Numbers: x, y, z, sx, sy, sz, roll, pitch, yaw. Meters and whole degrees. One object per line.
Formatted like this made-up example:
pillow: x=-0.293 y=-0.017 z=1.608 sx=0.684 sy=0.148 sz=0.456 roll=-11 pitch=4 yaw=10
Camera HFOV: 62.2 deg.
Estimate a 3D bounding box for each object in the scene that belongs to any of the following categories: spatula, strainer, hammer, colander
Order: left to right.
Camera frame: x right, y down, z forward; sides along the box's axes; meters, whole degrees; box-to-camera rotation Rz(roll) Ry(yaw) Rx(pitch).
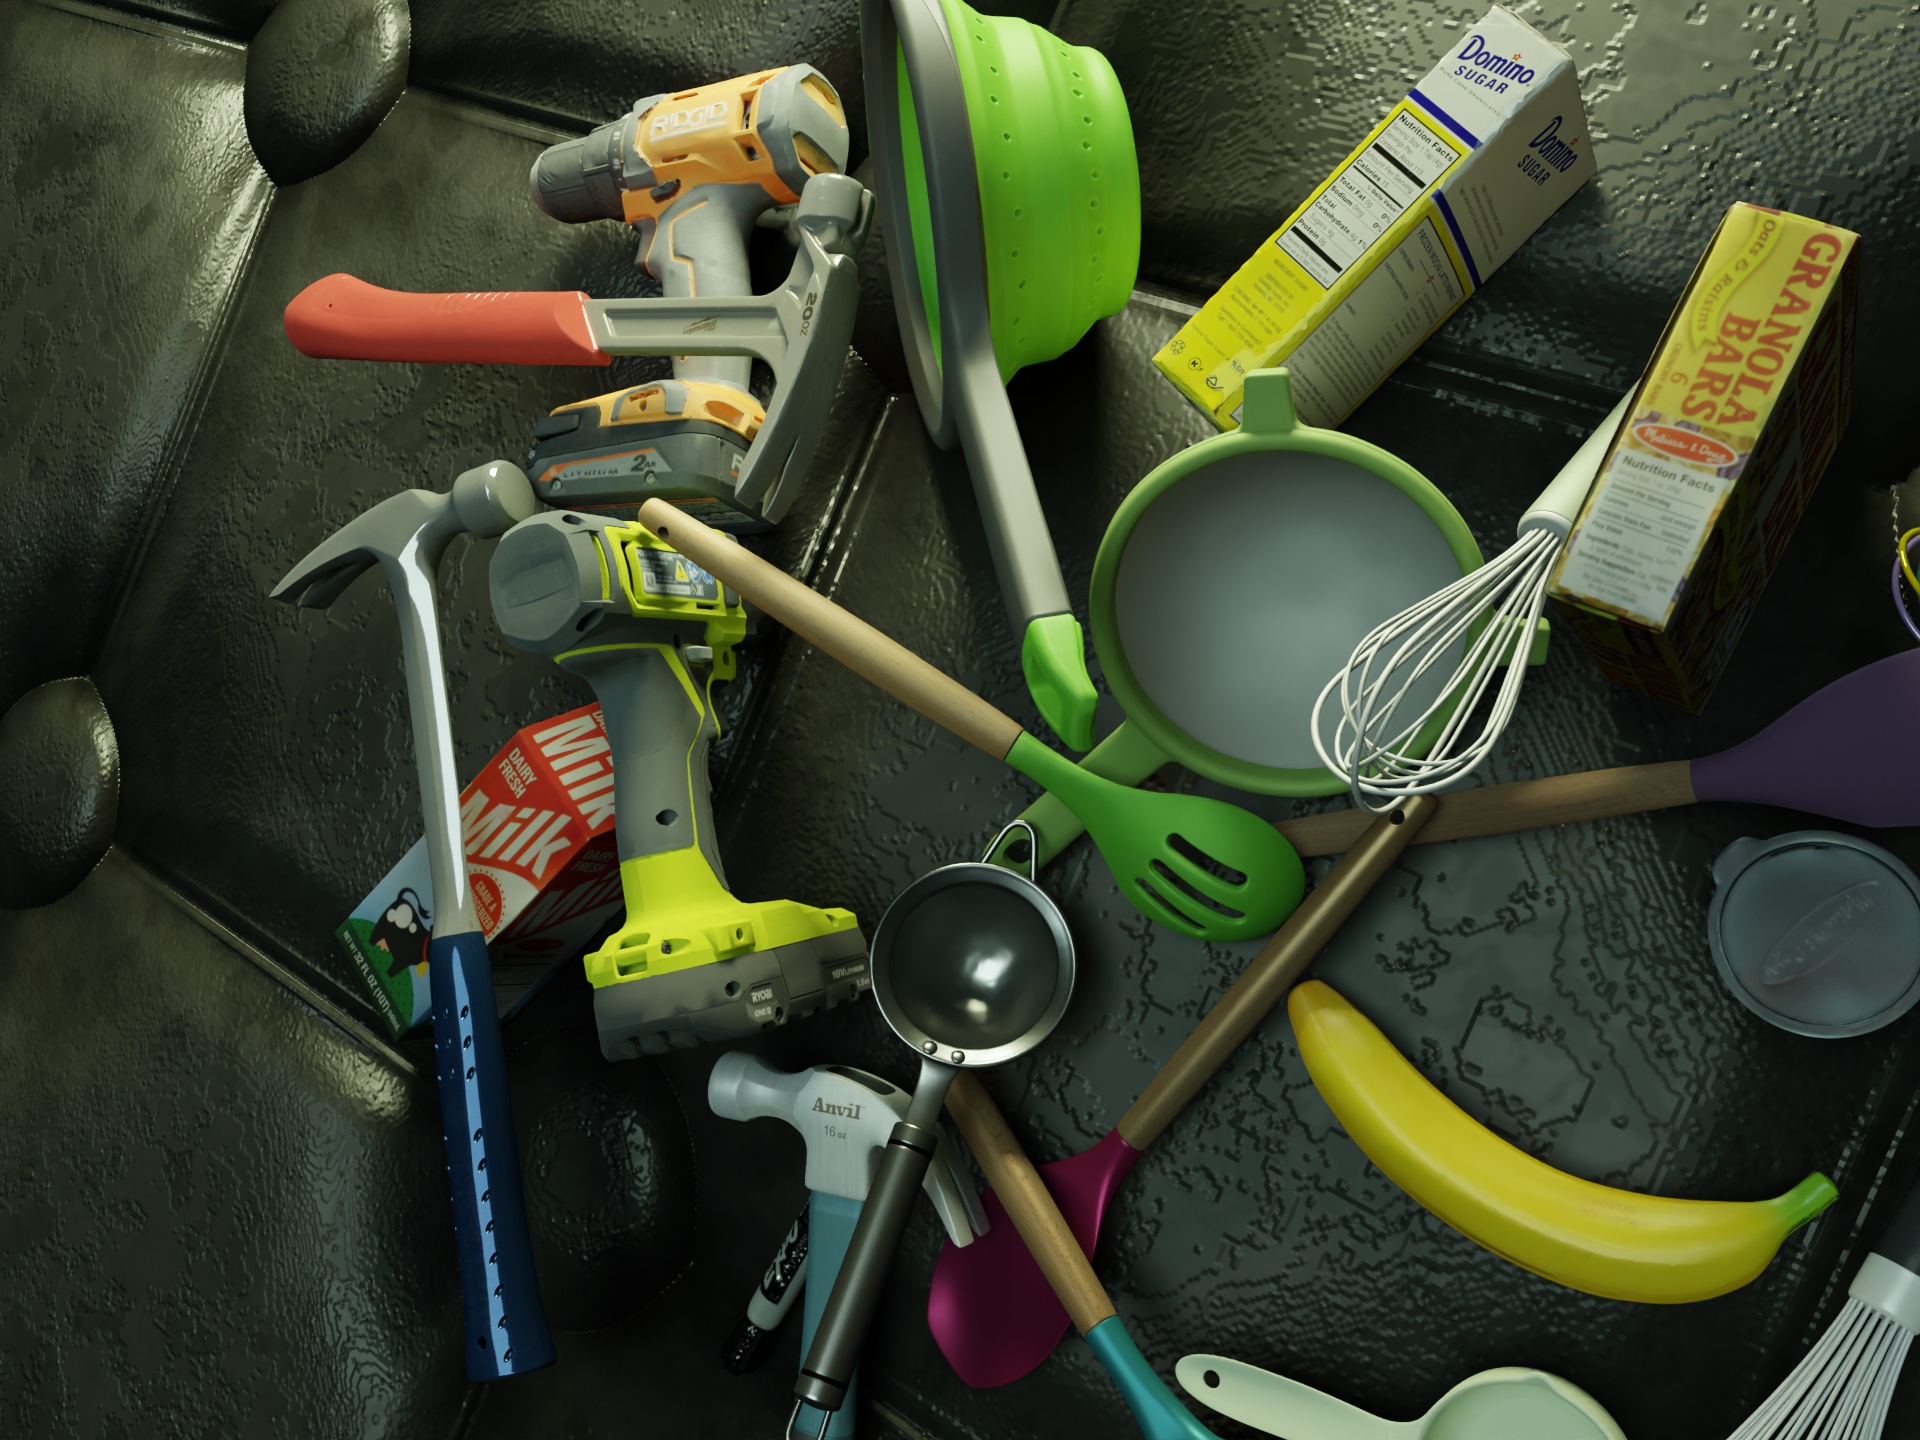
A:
hammer: x=-0.238 y=0.090 z=0.735 sx=0.144 sy=0.035 sz=0.406 roll=-15 pitch=78 yaw=22
hammer: x=-0.202 y=-0.177 z=0.754 sx=0.359 sy=0.036 sz=0.149 roll=9 pitch=78 yaw=33
hammer: x=-0.061 y=0.315 z=0.679 sx=0.128 sy=0.033 sz=0.331 roll=4 pitch=88 yaw=23
strainer: x=-0.018 y=0.161 z=0.639 sx=0.087 sy=0.050 sz=0.259 roll=18 pitch=65 yaw=8
colander: x=0.036 y=-0.159 z=0.631 sx=0.094 sy=0.204 sz=0.398 roll=-9 pitch=54 yaw=-6
spatula: x=0.039 y=0.213 z=0.622 sx=0.082 sy=0.044 sz=0.318 roll=-41 pitch=55 yaw=8
strainer: x=0.099 y=-0.019 z=0.652 sx=0.151 sy=0.069 sz=0.256 roll=42 pitch=123 yaw=-5
spatula: x=0.236 y=0.023 z=0.572 sx=0.316 sy=0.018 sz=0.060 roll=-13 pitch=93 yaw=33

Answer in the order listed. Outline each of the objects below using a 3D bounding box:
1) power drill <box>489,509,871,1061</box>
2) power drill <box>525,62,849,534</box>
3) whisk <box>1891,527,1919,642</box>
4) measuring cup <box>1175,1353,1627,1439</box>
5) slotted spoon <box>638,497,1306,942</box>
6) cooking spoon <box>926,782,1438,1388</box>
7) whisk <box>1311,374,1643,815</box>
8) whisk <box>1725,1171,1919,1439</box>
power drill: x=-0.113 y=0.024 z=0.701 sx=0.080 sy=0.171 sz=0.223 roll=-15 pitch=84 yaw=26
power drill: x=-0.156 y=-0.210 z=0.804 sx=0.185 sy=0.084 sz=0.226 roll=1 pitch=79 yaw=30
whisk: x=0.397 y=0.024 z=0.500 sx=0.051 sy=0.047 sz=0.245 roll=-48 pitch=68 yaw=26
measuring cup: x=0.162 y=0.262 z=0.584 sx=0.168 sy=0.038 sz=0.083 roll=9 pitch=86 yaw=30
slotted spoon: x=-0.001 y=-0.002 z=0.645 sx=0.314 sy=0.031 sz=0.070 roll=33 pitch=127 yaw=6
cooking spoon: x=0.084 y=0.150 z=0.638 sx=0.319 sy=0.017 sz=0.069 roll=-54 pitch=53 yaw=16
whisk: x=0.199 y=-0.057 z=0.547 sx=0.058 sy=0.059 sz=0.246 roll=22 pitch=55 yaw=39
whisk: x=0.280 y=0.210 z=0.506 sx=0.070 sy=0.070 sz=0.284 roll=30 pitch=83 yaw=28
